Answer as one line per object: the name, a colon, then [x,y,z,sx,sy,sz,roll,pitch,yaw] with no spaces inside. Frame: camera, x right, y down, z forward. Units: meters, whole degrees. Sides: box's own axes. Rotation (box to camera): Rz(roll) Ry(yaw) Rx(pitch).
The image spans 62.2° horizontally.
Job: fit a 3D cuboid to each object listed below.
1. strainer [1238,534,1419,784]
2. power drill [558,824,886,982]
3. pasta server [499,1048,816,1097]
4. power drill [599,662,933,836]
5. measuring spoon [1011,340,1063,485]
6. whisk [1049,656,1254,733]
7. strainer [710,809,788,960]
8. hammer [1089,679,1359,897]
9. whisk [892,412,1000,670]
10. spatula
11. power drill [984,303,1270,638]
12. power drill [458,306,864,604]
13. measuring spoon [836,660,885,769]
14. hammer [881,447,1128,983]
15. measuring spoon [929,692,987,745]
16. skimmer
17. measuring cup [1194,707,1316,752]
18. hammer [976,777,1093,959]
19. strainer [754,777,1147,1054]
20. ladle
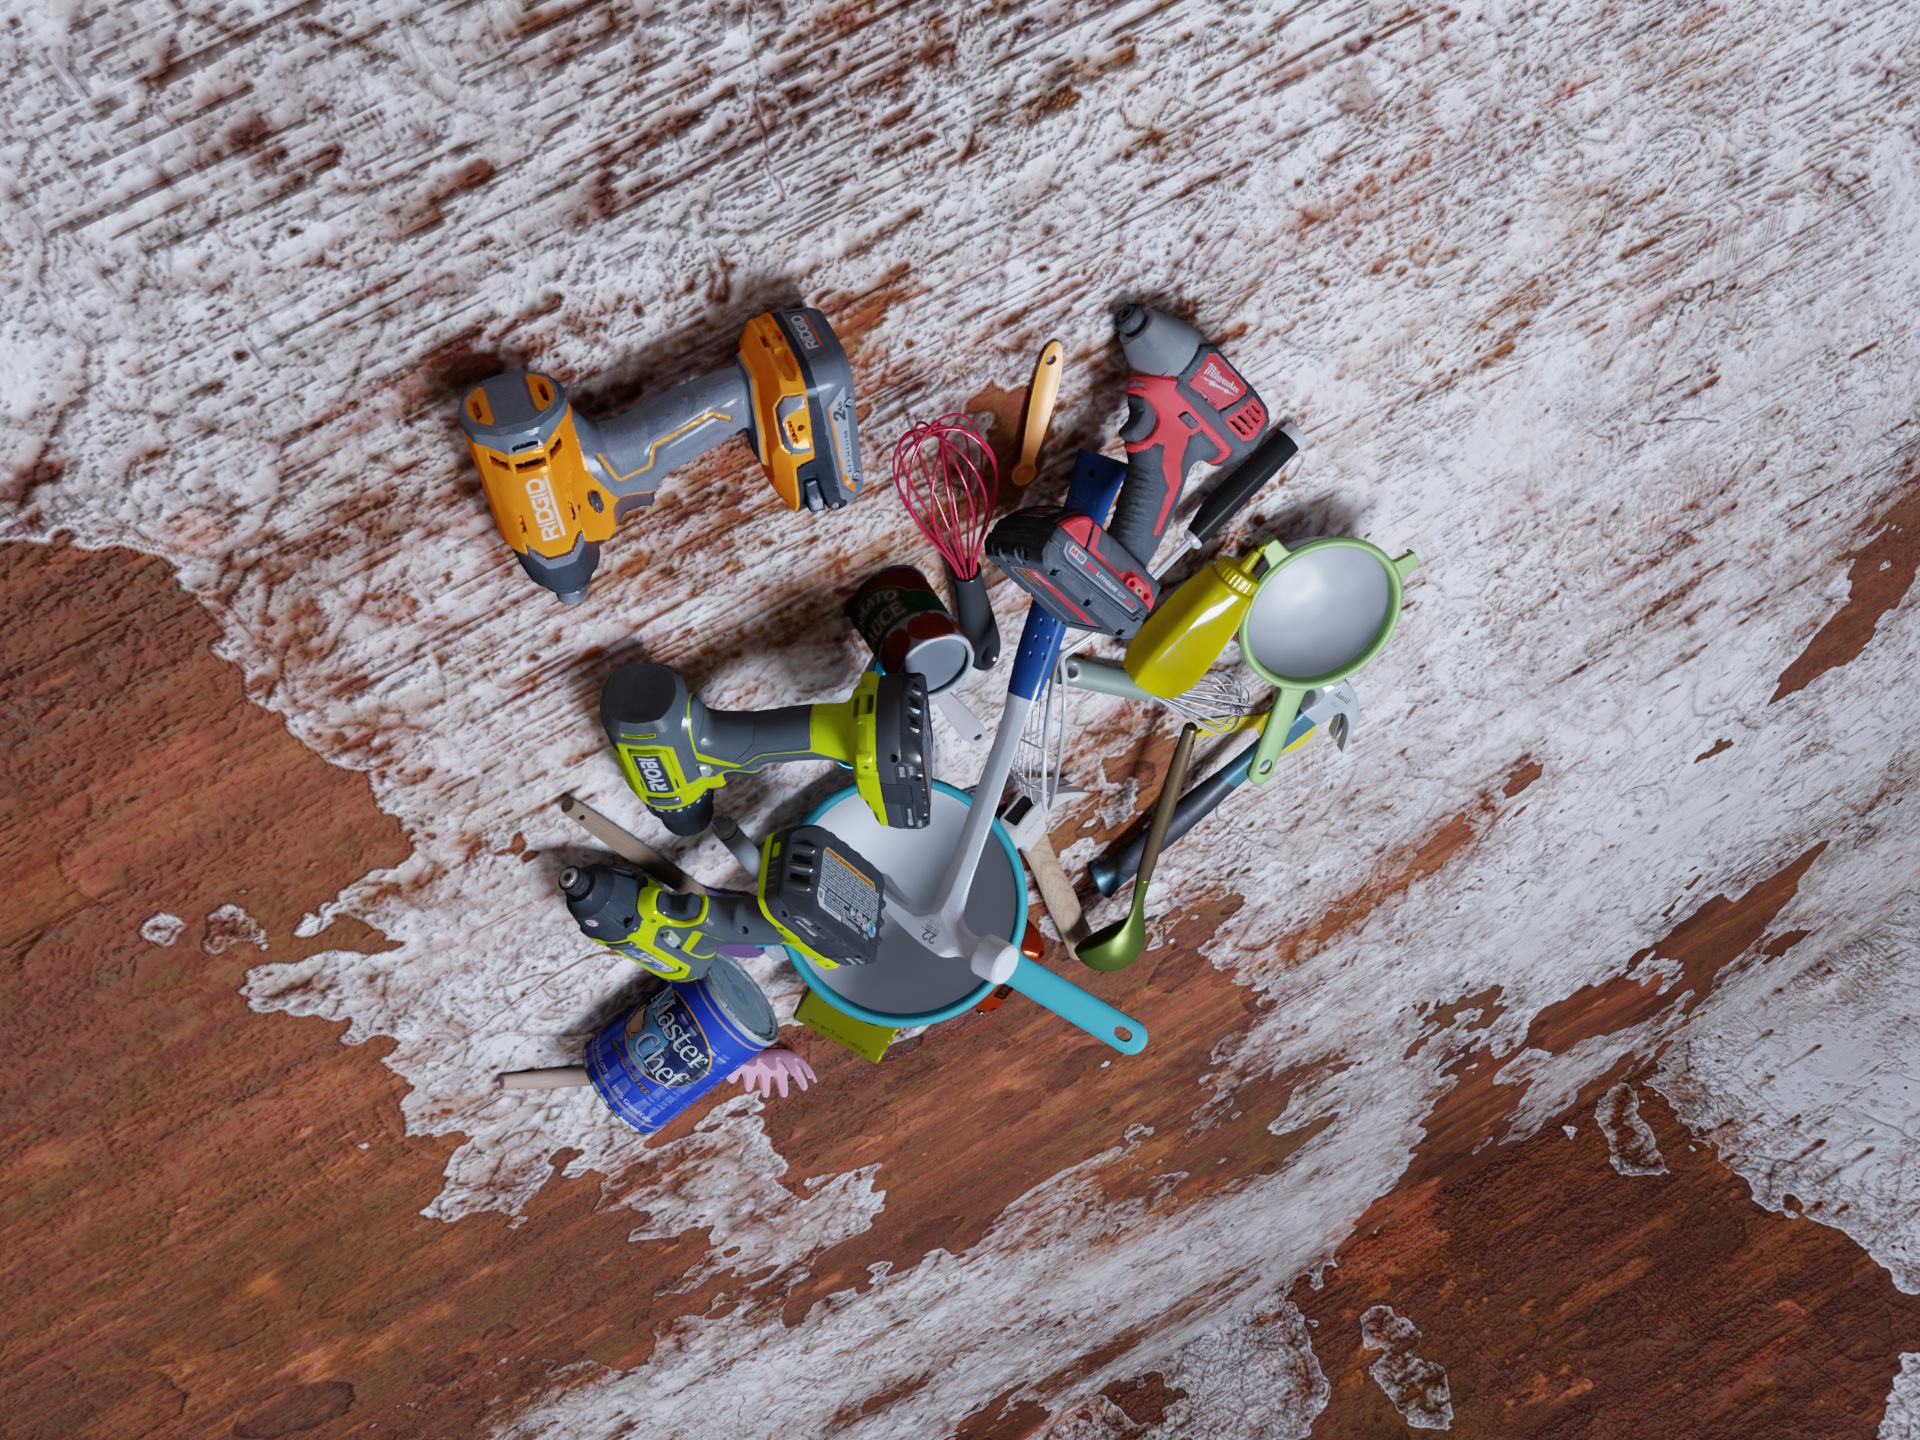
strainer: [0.295,-0.062,1.423,0.151,0.069,0.256,3,123,-17]
power drill: [-0.187,0.145,1.237,0.223,0.080,0.171,-10,148,24]
pasta server: [-0.277,0.336,1.493,0.316,0.040,0.060,5,146,-38]
power drill: [-0.137,0.030,1.172,0.228,0.080,0.190,0,148,3]
measuring spoon: [0.054,-0.222,1.148,0.021,0.011,0.116,-9,133,-27]
whisk: [0.171,-0.028,1.417,0.246,0.059,0.058,10,89,-37]
strainer: [-0.158,0.149,1.375,0.087,0.050,0.258,-44,141,-12]
hammer: [0.250,0.065,1.555,0.331,0.033,0.128,-42,132,22]
whisk: [0.001,-0.123,1.180,0.073,0.073,0.295,-27,149,-8]
spatula: [-0.234,0.136,1.321,0.060,0.018,0.315,-41,143,0]
power drill: [0.120,-0.180,1.130,0.143,0.079,0.220,39,78,-32]
power drill: [-0.180,-0.158,0.992,0.226,0.084,0.164,-18,141,-13]
measuring spoon: [-0.071,-0.019,1.276,0.042,0.021,0.128,10,118,-24]
hammer: [0.039,-0.011,1.224,0.035,0.144,0.405,3,108,-58]
measuring spoon: [-0.002,-0.004,1.335,0.034,0.018,0.124,-37,143,4]
skimmer: [0.165,-0.083,1.286,0.363,0.090,0.127,-45,170,3]
measuring cup: [0.285,0.011,1.549,0.156,0.029,0.062,-6,135,-33]
hammer: [0.092,0.158,1.548,0.130,0.031,0.331,-50,151,-14]
strainer: [0.008,0.179,1.352,0.211,0.340,0.095,-59,180,5]
ladle: [0.173,0.124,1.530,0.078,0.062,0.320,-28,142,-41]
